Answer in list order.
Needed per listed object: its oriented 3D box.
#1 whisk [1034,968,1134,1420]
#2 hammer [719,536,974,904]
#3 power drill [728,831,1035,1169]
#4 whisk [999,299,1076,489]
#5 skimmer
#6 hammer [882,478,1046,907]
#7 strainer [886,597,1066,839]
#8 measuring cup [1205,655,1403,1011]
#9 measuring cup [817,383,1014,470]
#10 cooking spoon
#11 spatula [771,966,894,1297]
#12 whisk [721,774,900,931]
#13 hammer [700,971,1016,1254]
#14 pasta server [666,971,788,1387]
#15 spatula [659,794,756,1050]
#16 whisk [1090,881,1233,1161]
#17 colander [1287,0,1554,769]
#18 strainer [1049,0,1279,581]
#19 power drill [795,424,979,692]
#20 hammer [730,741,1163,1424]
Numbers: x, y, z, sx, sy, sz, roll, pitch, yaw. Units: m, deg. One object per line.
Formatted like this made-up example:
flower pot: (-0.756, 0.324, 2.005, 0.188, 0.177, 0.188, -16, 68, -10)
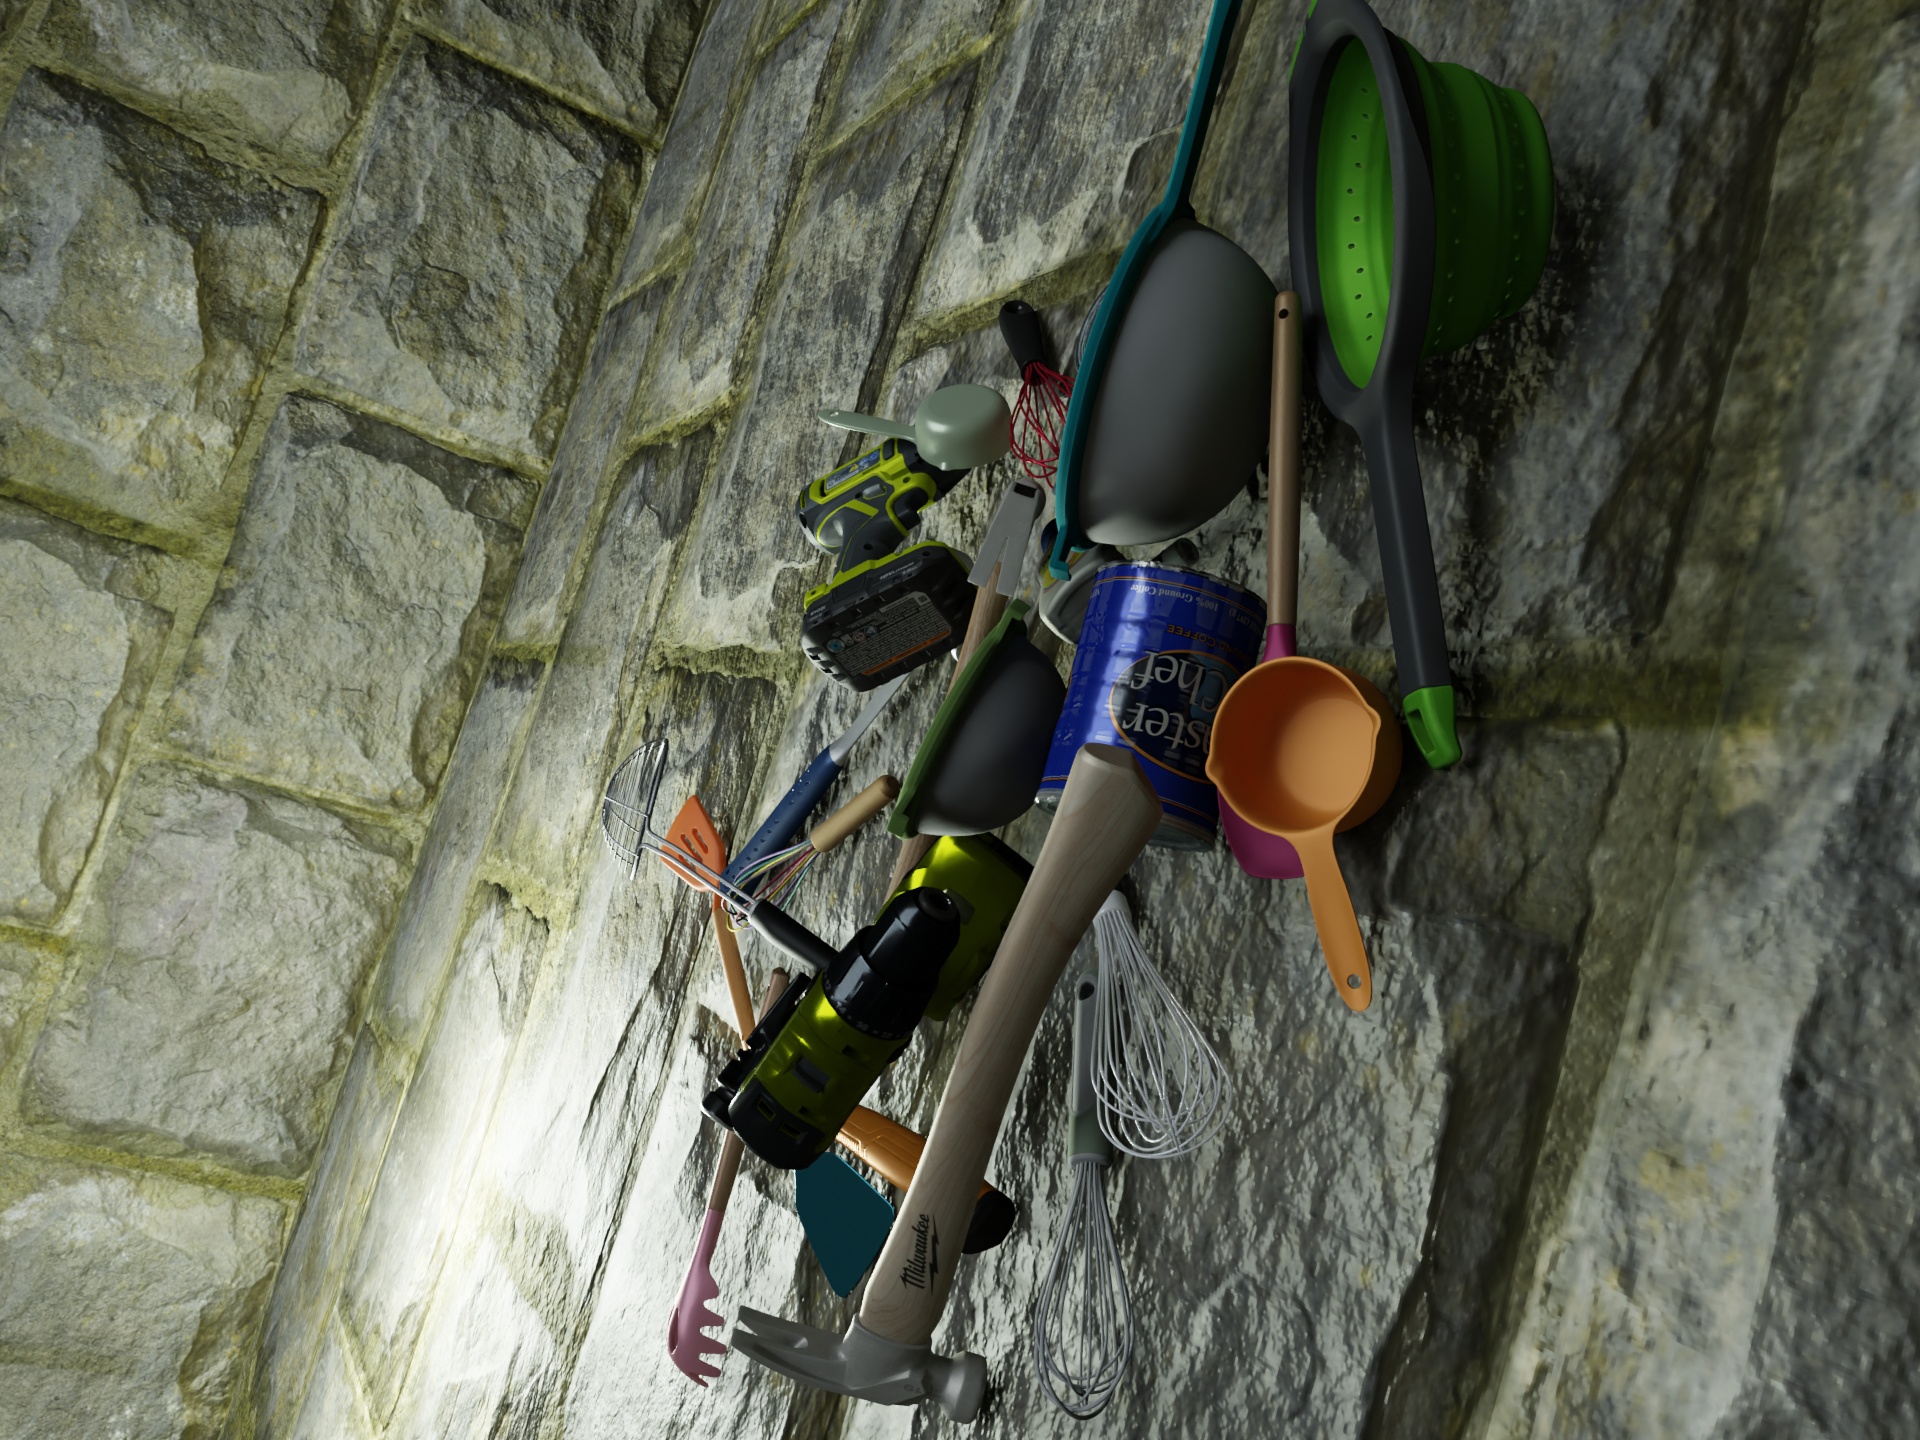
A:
whisk: (0.069, 0.247, 0.860, 0.058, 0.059, 0.247, -27, 43, 38)
hammer: (-0.097, 0.017, 1.335, 0.405, 0.035, 0.144, -50, 33, 34)
power drill: (-0.032, 0.144, 0.945, 0.190, 0.080, 0.228, -56, -7, 25)
whisk: (0.061, -0.257, 1.209, 0.073, 0.073, 0.296, -55, 26, 27)
skimmer: (-0.185, 0.127, 1.321, 0.364, 0.090, 0.127, 28, 108, 37)
hammer: (-0.002, -0.004, 1.110, 0.130, 0.031, 0.331, -65, -9, -74)
strainer: (0.029, 0.026, 1.000, 0.151, 0.069, 0.256, -61, -9, -6)
measuring cup: (0.183, 0.054, 0.781, 0.095, 0.052, 0.174, -20, 76, 35)
measuring cup: (-0.039, -0.238, 1.234, 0.038, 0.168, 0.083, 84, -152, -42)
cooking spoon: (0.172, -0.075, 0.848, 0.069, 0.017, 0.319, -3, 81, 37)
spatula: (-0.111, 0.285, 1.196, 0.082, 0.044, 0.318, -61, 24, 18)
whisk: (-0.127, 0.114, 1.320, 0.245, 0.051, 0.047, -39, 5, 38)
hammer: (-0.064, 0.268, 1.073, 0.127, 0.034, 0.337, -53, 30, -15)
pasta server: (-0.175, 0.353, 1.234, 0.060, 0.040, 0.316, 2, 75, 62)
spatula: (-0.223, 0.189, 1.447, 0.081, 0.041, 0.323, -58, 30, 20)
whisk: (0.092, 0.130, 0.894, 0.070, 0.070, 0.285, -55, 25, 27)
colander: (0.242, -0.176, 0.784, 0.204, 0.094, 0.397, 92, 173, -79)
strainer: (0.148, -0.241, 0.897, 0.211, 0.095, 0.340, -48, -25, -55)
power drill: (-0.049, -0.141, 1.229, 0.171, 0.080, 0.223, -26, 39, 20)
hammer: (0.000, 0.196, 0.842, 0.038, 0.146, 0.410, -86, 14, -70)
